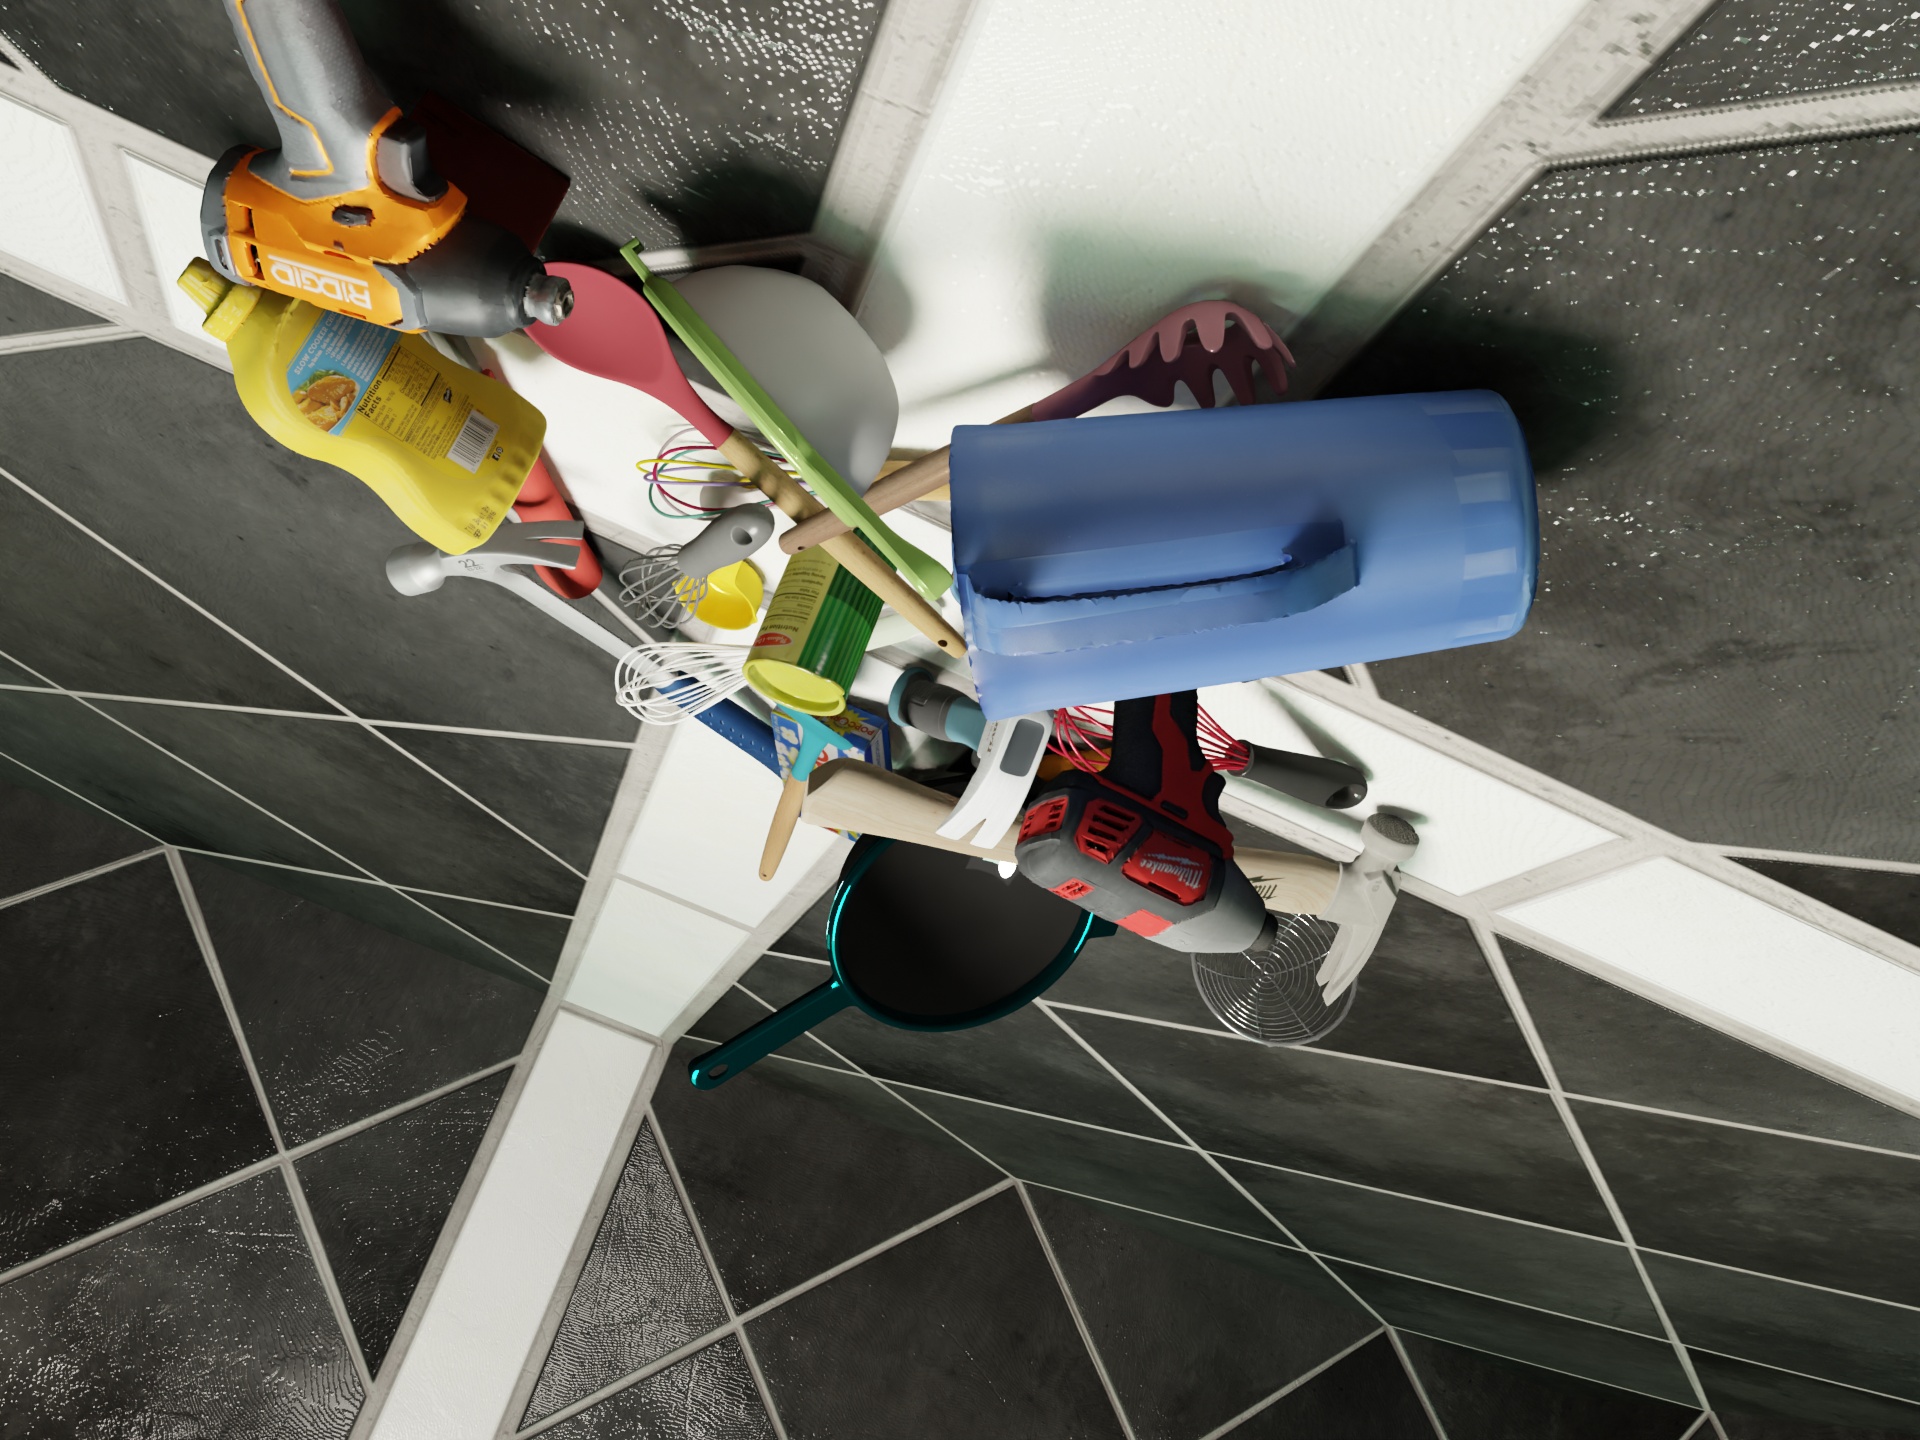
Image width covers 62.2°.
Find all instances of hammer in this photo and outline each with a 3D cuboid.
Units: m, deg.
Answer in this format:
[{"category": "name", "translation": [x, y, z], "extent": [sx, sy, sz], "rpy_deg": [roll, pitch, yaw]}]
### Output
[{"category": "hammer", "translation": [-0.002, -0.003, 0.973], "extent": [0.033, 0.128, 0.331], "rpy_deg": [17, -179, -13]}, {"category": "hammer", "translation": [-0.276, -0.179, 0.966], "extent": [0.149, 0.037, 0.358], "rpy_deg": [14, 155, 13]}, {"category": "hammer", "translation": [0.095, 0.098, 1.077], "extent": [0.410, 0.038, 0.146], "rpy_deg": [11, 119, -9]}, {"category": "hammer", "translation": [-0.221, -0.036, 1.173], "extent": [0.144, 0.035, 0.405], "rpy_deg": [-8, 153, 28]}, {"category": "hammer", "translation": [0.039, 0.051, 1.219], "extent": [0.127, 0.034, 0.337], "rpy_deg": [35, 152, -30]}]

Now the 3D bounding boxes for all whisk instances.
[{"category": "whisk", "translation": [0.156, 0.019, 0.959], "extent": [0.295, 0.073, 0.073], "rpy_deg": [15, 164, -40]}, {"category": "whisk", "translation": [-0.156, -0.093, 0.948], "extent": [0.055, 0.055, 0.239], "rpy_deg": [29, 162, -20]}, {"category": "whisk", "translation": [-0.125, -0.044, 1.060], "extent": [0.246, 0.058, 0.059], "rpy_deg": [-13, 106, 20]}, {"category": "whisk", "translation": [-0.079, -0.136, 0.898], "extent": [0.245, 0.051, 0.047], "rpy_deg": [5, 147, 24]}]

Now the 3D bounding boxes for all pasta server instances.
[{"category": "pasta server", "translation": [0.019, -0.130, 0.771], "extent": [0.316, 0.040, 0.060], "rpy_deg": [-19, 156, 40]}]

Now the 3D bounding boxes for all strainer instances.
[{"category": "strainer", "translation": [-0.062, 0.156, 1.189], "extent": [0.210, 0.340, 0.095], "rpy_deg": [58, 180, -35]}, {"category": "strainer", "translation": [-0.052, -0.140, 0.723], "extent": [0.257, 0.069, 0.151], "rpy_deg": [49, -178, 44]}]

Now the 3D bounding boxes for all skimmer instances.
[{"category": "skimmer", "translation": [0.153, 0.115, 1.140], "extent": [0.363, 0.127, 0.090], "rpy_deg": [39, 154, -33]}]

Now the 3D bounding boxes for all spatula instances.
[{"category": "spatula", "translation": [-0.134, 0.059, 1.224], "extent": [0.082, 0.044, 0.317], "rpy_deg": [33, 146, 5]}]

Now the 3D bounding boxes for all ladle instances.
[{"category": "ladle", "translation": [-0.108, -0.136, 0.866], "extent": [0.315, 0.031, 0.069], "rpy_deg": [41, 133, -22]}]

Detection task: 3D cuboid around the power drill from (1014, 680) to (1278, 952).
[{"category": "power drill", "translation": [0.123, 0.010, 0.828], "extent": [0.143, 0.220, 0.078], "rpy_deg": [27, 156, -17]}]

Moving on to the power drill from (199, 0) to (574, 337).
[{"category": "power drill", "translation": [-0.239, -0.258, 0.643], "extent": [0.164, 0.084, 0.226], "rpy_deg": [17, 140, 6]}]

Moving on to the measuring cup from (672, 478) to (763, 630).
[{"category": "measuring cup", "translation": [-0.146, -0.114, 1.031], "extent": [0.062, 0.029, 0.156], "rpy_deg": [24, 145, -4]}]

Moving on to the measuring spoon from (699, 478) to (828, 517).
[{"category": "measuring spoon", "translation": [-0.106, -0.129, 0.950], "extent": [0.124, 0.018, 0.034], "rpy_deg": [0, 138, 28]}]
